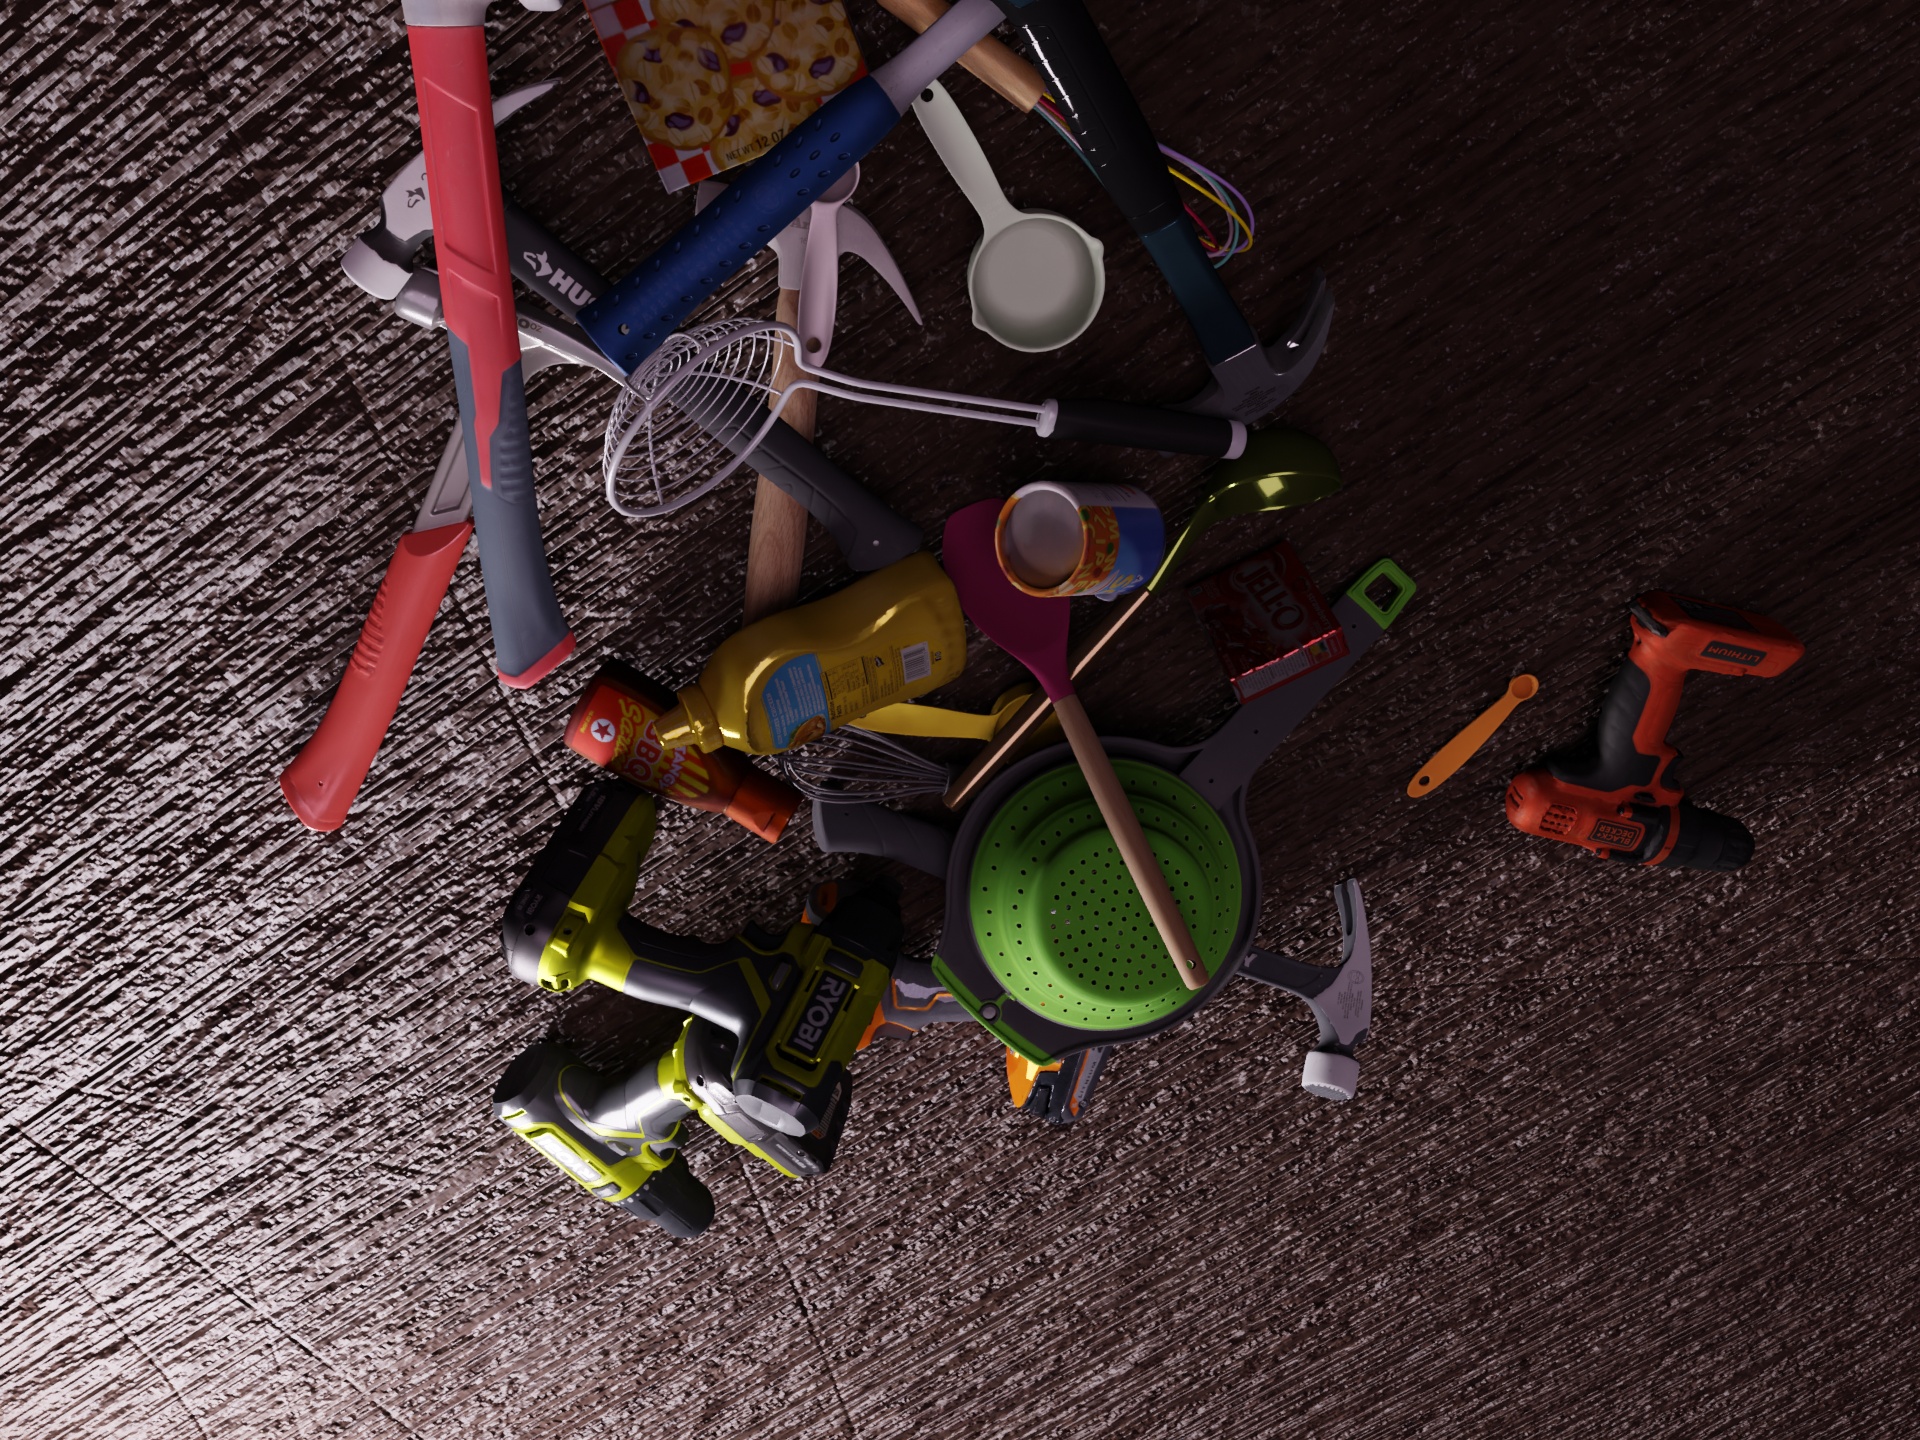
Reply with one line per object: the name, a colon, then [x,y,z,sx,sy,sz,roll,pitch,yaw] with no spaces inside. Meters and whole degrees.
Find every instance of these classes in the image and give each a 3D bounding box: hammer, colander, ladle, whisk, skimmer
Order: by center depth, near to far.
hammer: [-0.034,-0.327,0.800,0.405,0.035,0.144,-41,112,3]
hammer: [-0.260,-0.195,0.815,0.143,0.038,0.386,-1,118,-4]
hammer: [0.096,-0.270,0.823,0.128,0.033,0.330,-25,139,18]
skimmer: [-0.006,-0.147,0.850,0.363,0.090,0.127,3,148,-19]
whisk: [0.058,-0.322,0.860,0.244,0.047,0.051,31,112,-15]
hammer: [-0.152,-0.195,0.867,0.334,0.035,0.146,37,108,-22]
hammer: [-0.102,-0.141,0.941,0.130,0.031,0.331,5,117,-8]
hammer: [-0.315,-0.080,0.947,0.149,0.037,0.359,23,112,-17]
ladle: [0.105,-0.053,0.976,0.320,0.078,0.062,-48,69,12]
colander: [0.149,0.053,0.986,0.204,0.094,0.397,42,91,-6]
whisk: [-0.008,0.036,1.038,0.239,0.055,0.055,8,117,-16]
hammer: [0.093,0.122,1.072,0.409,0.149,0.036,20,158,-8]

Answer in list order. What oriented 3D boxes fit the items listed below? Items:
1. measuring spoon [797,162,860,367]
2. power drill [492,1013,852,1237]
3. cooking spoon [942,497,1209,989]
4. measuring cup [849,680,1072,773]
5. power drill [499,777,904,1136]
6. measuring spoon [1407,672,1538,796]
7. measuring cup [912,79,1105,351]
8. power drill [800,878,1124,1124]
measuring spoon: [-0.077,-0.252,0.861,0.034,0.018,0.124,0,117,-15]
power drill: [-0.187,0.281,1.099,0.228,0.080,0.190,-25,119,33]
cooking spoon: [0.072,0.011,0.942,0.069,0.017,0.319,-23,78,-9]
measuring cup: [-0.002,-0.003,1.024,0.156,0.029,0.062,6,115,-10]
power drill: [-0.154,0.134,0.993,0.223,0.171,0.080,25,150,4]
measuring spoon: [0.347,0.010,1.084,0.021,0.011,0.117,32,114,-21]
measuring cup: [0.017,-0.283,0.876,0.083,0.038,0.167,-30,115,10]
power drill: [-0.015,0.209,1.110,0.226,0.084,0.164,14,117,-9]
